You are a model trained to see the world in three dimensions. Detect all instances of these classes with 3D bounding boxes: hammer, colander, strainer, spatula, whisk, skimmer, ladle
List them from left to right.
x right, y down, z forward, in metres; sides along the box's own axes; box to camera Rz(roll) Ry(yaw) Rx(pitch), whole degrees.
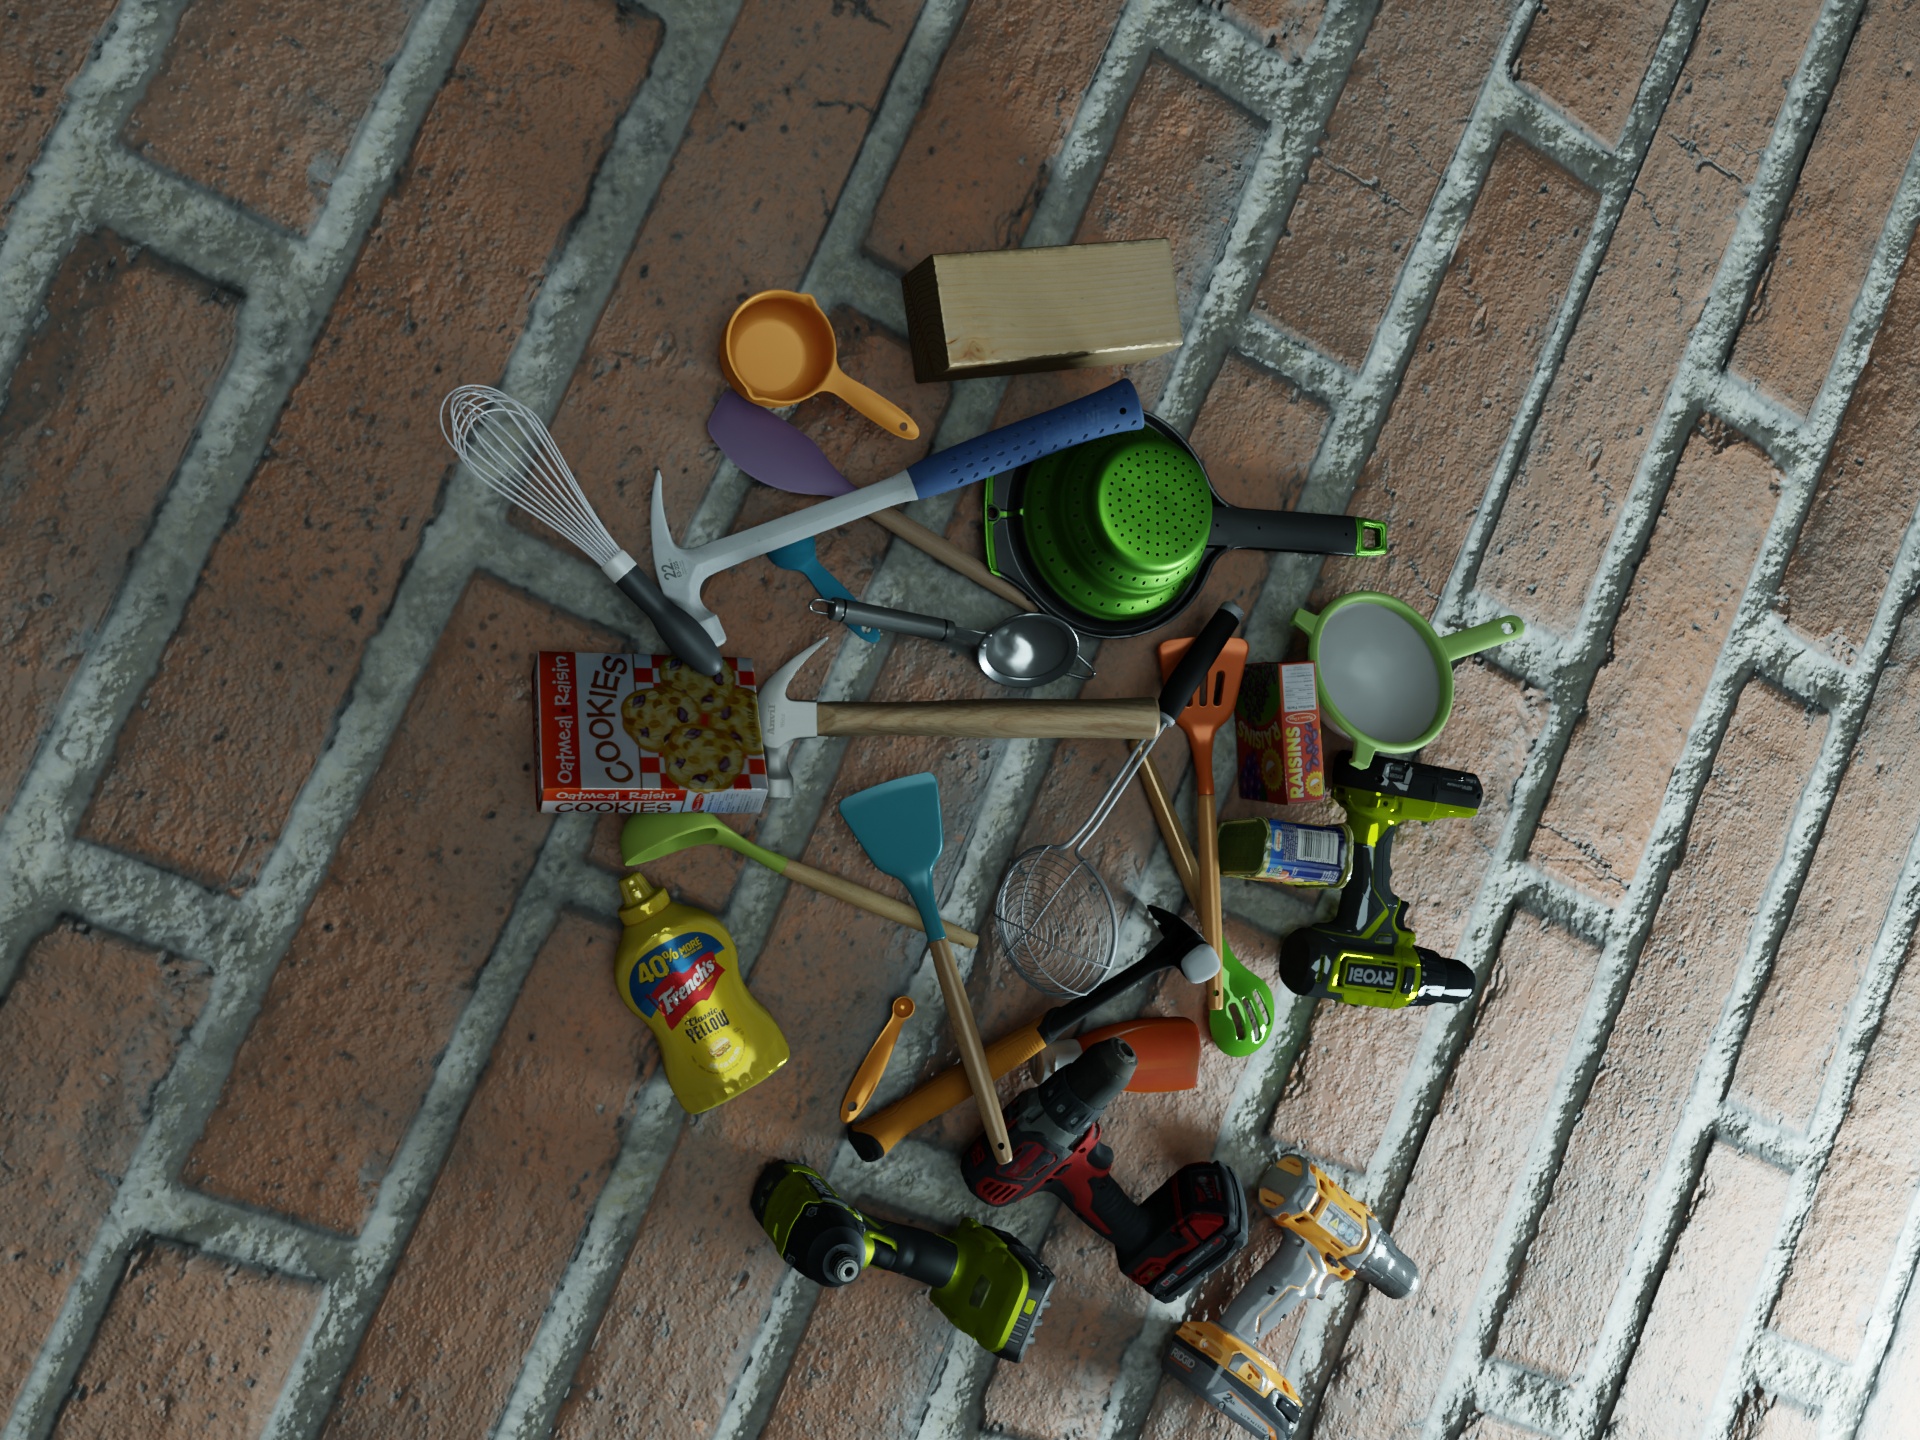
[{"bbox_3d":[-0.280,-0.141,1.200,0.070,0.070,0.284,-45,101,-12],"label":"whisk"},{"bbox_3d":[-0.122,0.137,1.281,0.320,0.078,0.062,25,58,-24],"label":"ladle"},{"bbox_3d":[-0.066,-0.168,1.304,0.315,0.018,0.060,29,66,-18],"label":"spatula"},{"bbox_3d":[-0.050,-0.189,1.256,0.405,0.035,0.144,-21,103,-5],"label":"hammer"},{"bbox_3d":[-0.013,0.202,1.278,0.082,0.044,0.317,-18,84,-2],"label":"spatula"},{"bbox_3d":[-0.005,-0.075,1.305,0.258,0.086,0.050,10,45,-26],"label":"strainer"},{"bbox_3d":[-0.002,-0.004,1.294,0.331,0.031,0.130,-1,92,-6],"label":"hammer"},{"bbox_3d":[0.054,0.265,1.336,0.337,0.127,0.034,-31,104,-6],"label":"hammer"},{"bbox_3d":[0.149,0.062,1.351,0.363,0.127,0.090,-55,137,-15],"label":"skimmer"},{"bbox_3d":[0.216,0.089,1.386,0.081,0.041,0.323,-1,82,-3],"label":"spatula"},{"bbox_3d":[0.218,-0.172,1.358,0.397,0.094,0.204,1,87,-21],"label":"colander"},{"bbox_3d":[0.407,-0.050,1.454,0.256,0.069,0.151,-17,80,-28],"label":"strainer"}]

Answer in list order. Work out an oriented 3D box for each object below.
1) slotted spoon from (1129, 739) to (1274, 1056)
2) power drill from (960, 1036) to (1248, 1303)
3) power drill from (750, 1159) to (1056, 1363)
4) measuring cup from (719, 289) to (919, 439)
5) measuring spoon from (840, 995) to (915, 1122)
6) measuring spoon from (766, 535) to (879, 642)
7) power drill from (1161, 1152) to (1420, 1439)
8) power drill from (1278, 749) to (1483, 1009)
[{"bbox_3d":[0.211,0.159,1.413,0.070,0.031,0.313,-25,99,-20],"label":"slotted spoon"},{"bbox_3d":[0.137,0.372,1.335,0.226,0.080,0.188,35,113,-16],"label":"power drill"},{"bbox_3d":[-0.045,0.429,1.261,0.223,0.171,0.080,26,84,-22],"label":"power drill"},{"bbox_3d":[-0.112,-0.271,1.268,0.173,0.052,0.095,30,82,-20],"label":"measuring cup"},{"bbox_3d":[-0.071,0.283,1.329,0.021,0.011,0.117,29,87,-18],"label":"measuring spoon"},{"bbox_3d":[-0.107,-0.112,1.290,0.042,0.021,0.128,-45,103,-12],"label":"measuring spoon"},{"bbox_3d":[0.307,0.533,1.437,0.185,0.084,0.226,41,75,-18],"label":"power drill"},{"bbox_3d":[0.401,0.152,1.453,0.190,0.080,0.228,9,92,-19],"label":"power drill"}]
